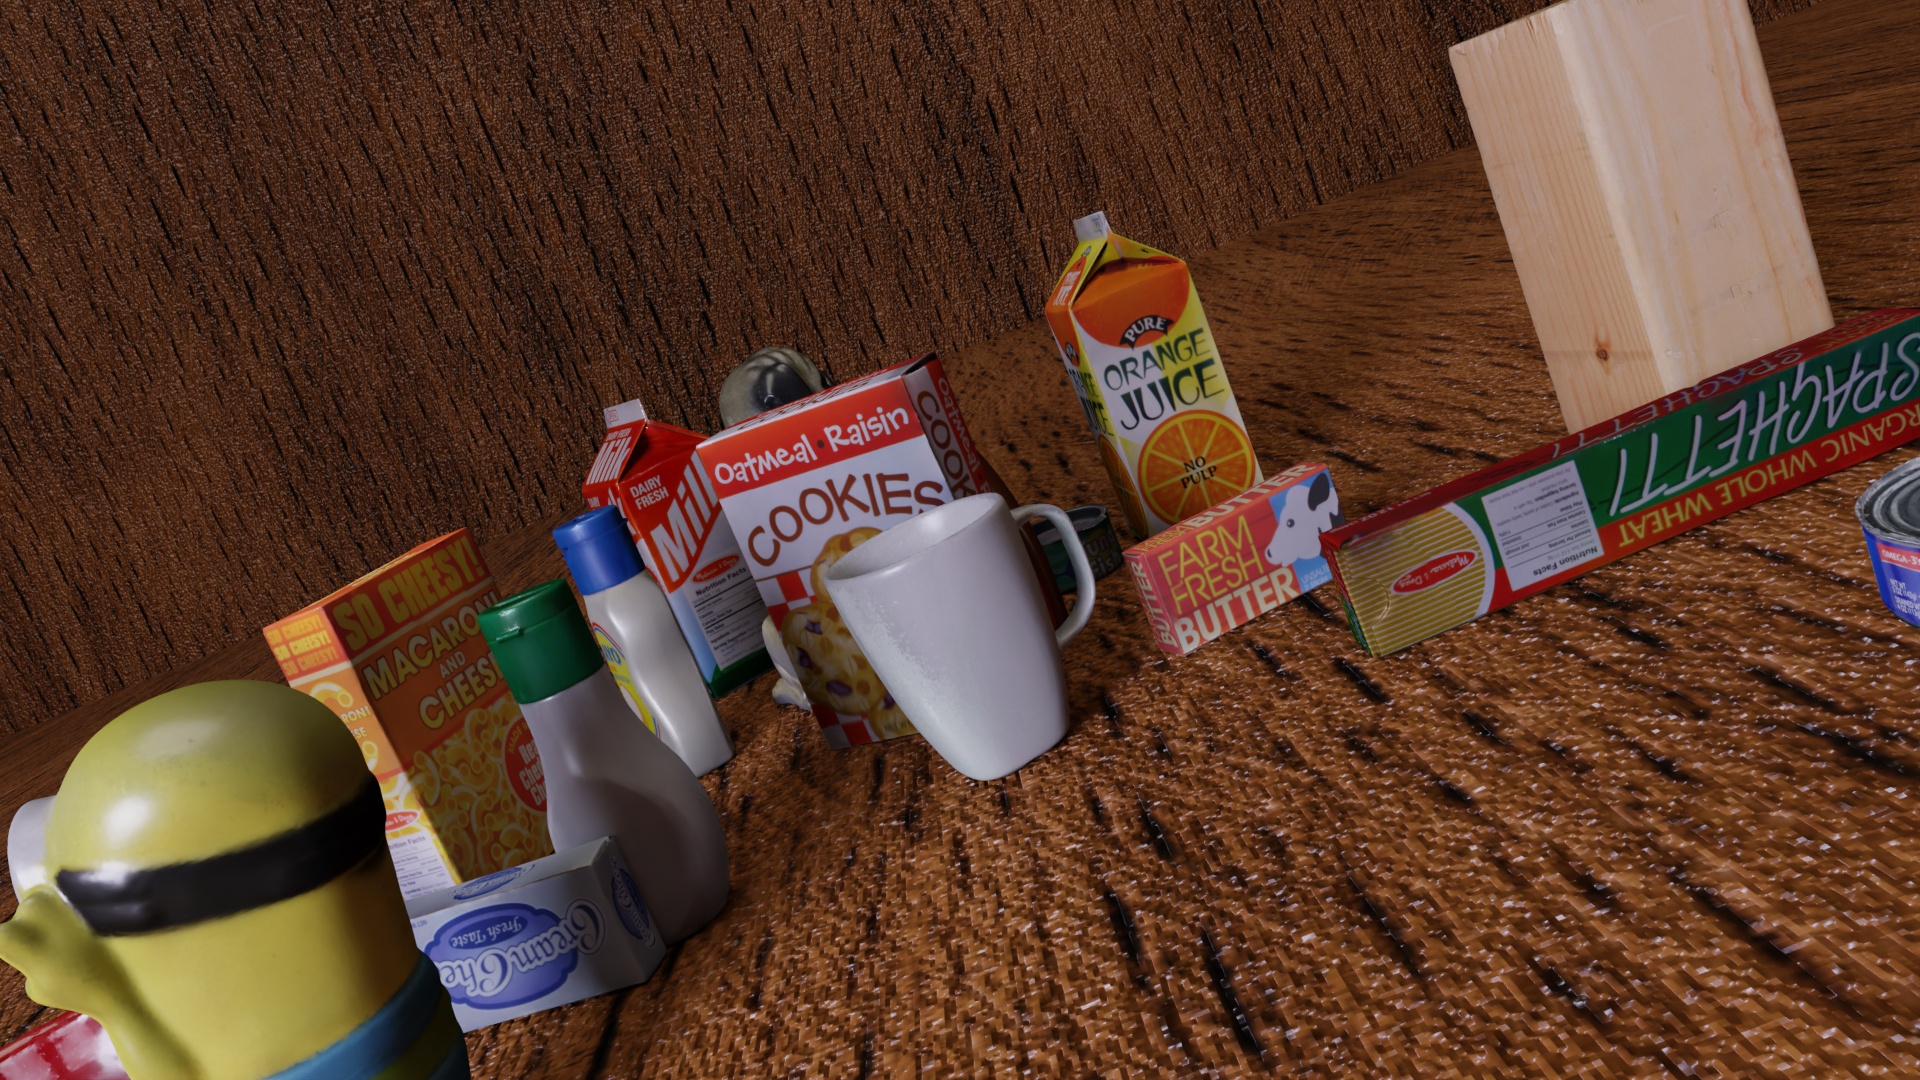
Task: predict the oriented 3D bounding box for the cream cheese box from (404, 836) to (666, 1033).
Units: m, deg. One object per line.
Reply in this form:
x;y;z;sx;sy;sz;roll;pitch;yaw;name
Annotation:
-0.171;0.155;0.535;0.104;0.053;0.024;-19;12;13;cream cheese box

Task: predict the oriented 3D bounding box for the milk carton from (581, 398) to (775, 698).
-0.179;0.000;0.893;0.074;0.190;0.072;-29;13;-30;milk carton

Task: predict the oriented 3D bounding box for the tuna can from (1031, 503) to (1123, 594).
0.062;0.006;0.817;0.071;0.032;0.071;-21;12;5;tuna can

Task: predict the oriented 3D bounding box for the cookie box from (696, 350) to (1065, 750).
-0.038;0.009;0.660;0.122;0.167;0.040;-15;13;30;cookie box

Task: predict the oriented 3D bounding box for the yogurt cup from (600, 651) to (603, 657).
-0.248;0.107;0.878;0.072;0.054;0.072;-21;12;5;yogurt cup

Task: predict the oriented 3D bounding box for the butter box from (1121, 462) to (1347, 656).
0.131;0.008;0.641;0.104;0.053;0.024;-25;12;-13;butter box

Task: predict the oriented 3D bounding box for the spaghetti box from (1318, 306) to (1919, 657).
0.266;-0.024;0.546;0.250;0.050;0.029;-22;12;0;spaghetti box

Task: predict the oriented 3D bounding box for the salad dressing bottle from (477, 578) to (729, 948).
-0.142;0.088;0.549;0.064;0.147;0.044;-19;12;15;salad dressing bottle

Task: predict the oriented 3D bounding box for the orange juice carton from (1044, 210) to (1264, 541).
0.107;-0.096;0.802;0.073;0.192;0.072;-23;12;-3;orange juice carton

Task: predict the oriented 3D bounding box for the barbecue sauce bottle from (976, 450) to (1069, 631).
0.003;-0.009;0.712;0.065;0.148;0.044;-21;12;5;barbecue sauce bottle

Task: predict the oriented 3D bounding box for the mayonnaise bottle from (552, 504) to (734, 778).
-0.170;0.055;0.742;0.041;0.147;0.064;-28;13;-27;mayonnaise bottle

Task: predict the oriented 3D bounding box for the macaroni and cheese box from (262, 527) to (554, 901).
-0.257;0.091;0.692;0.040;0.166;0.124;-19;12;18;macaroni and cheese box
